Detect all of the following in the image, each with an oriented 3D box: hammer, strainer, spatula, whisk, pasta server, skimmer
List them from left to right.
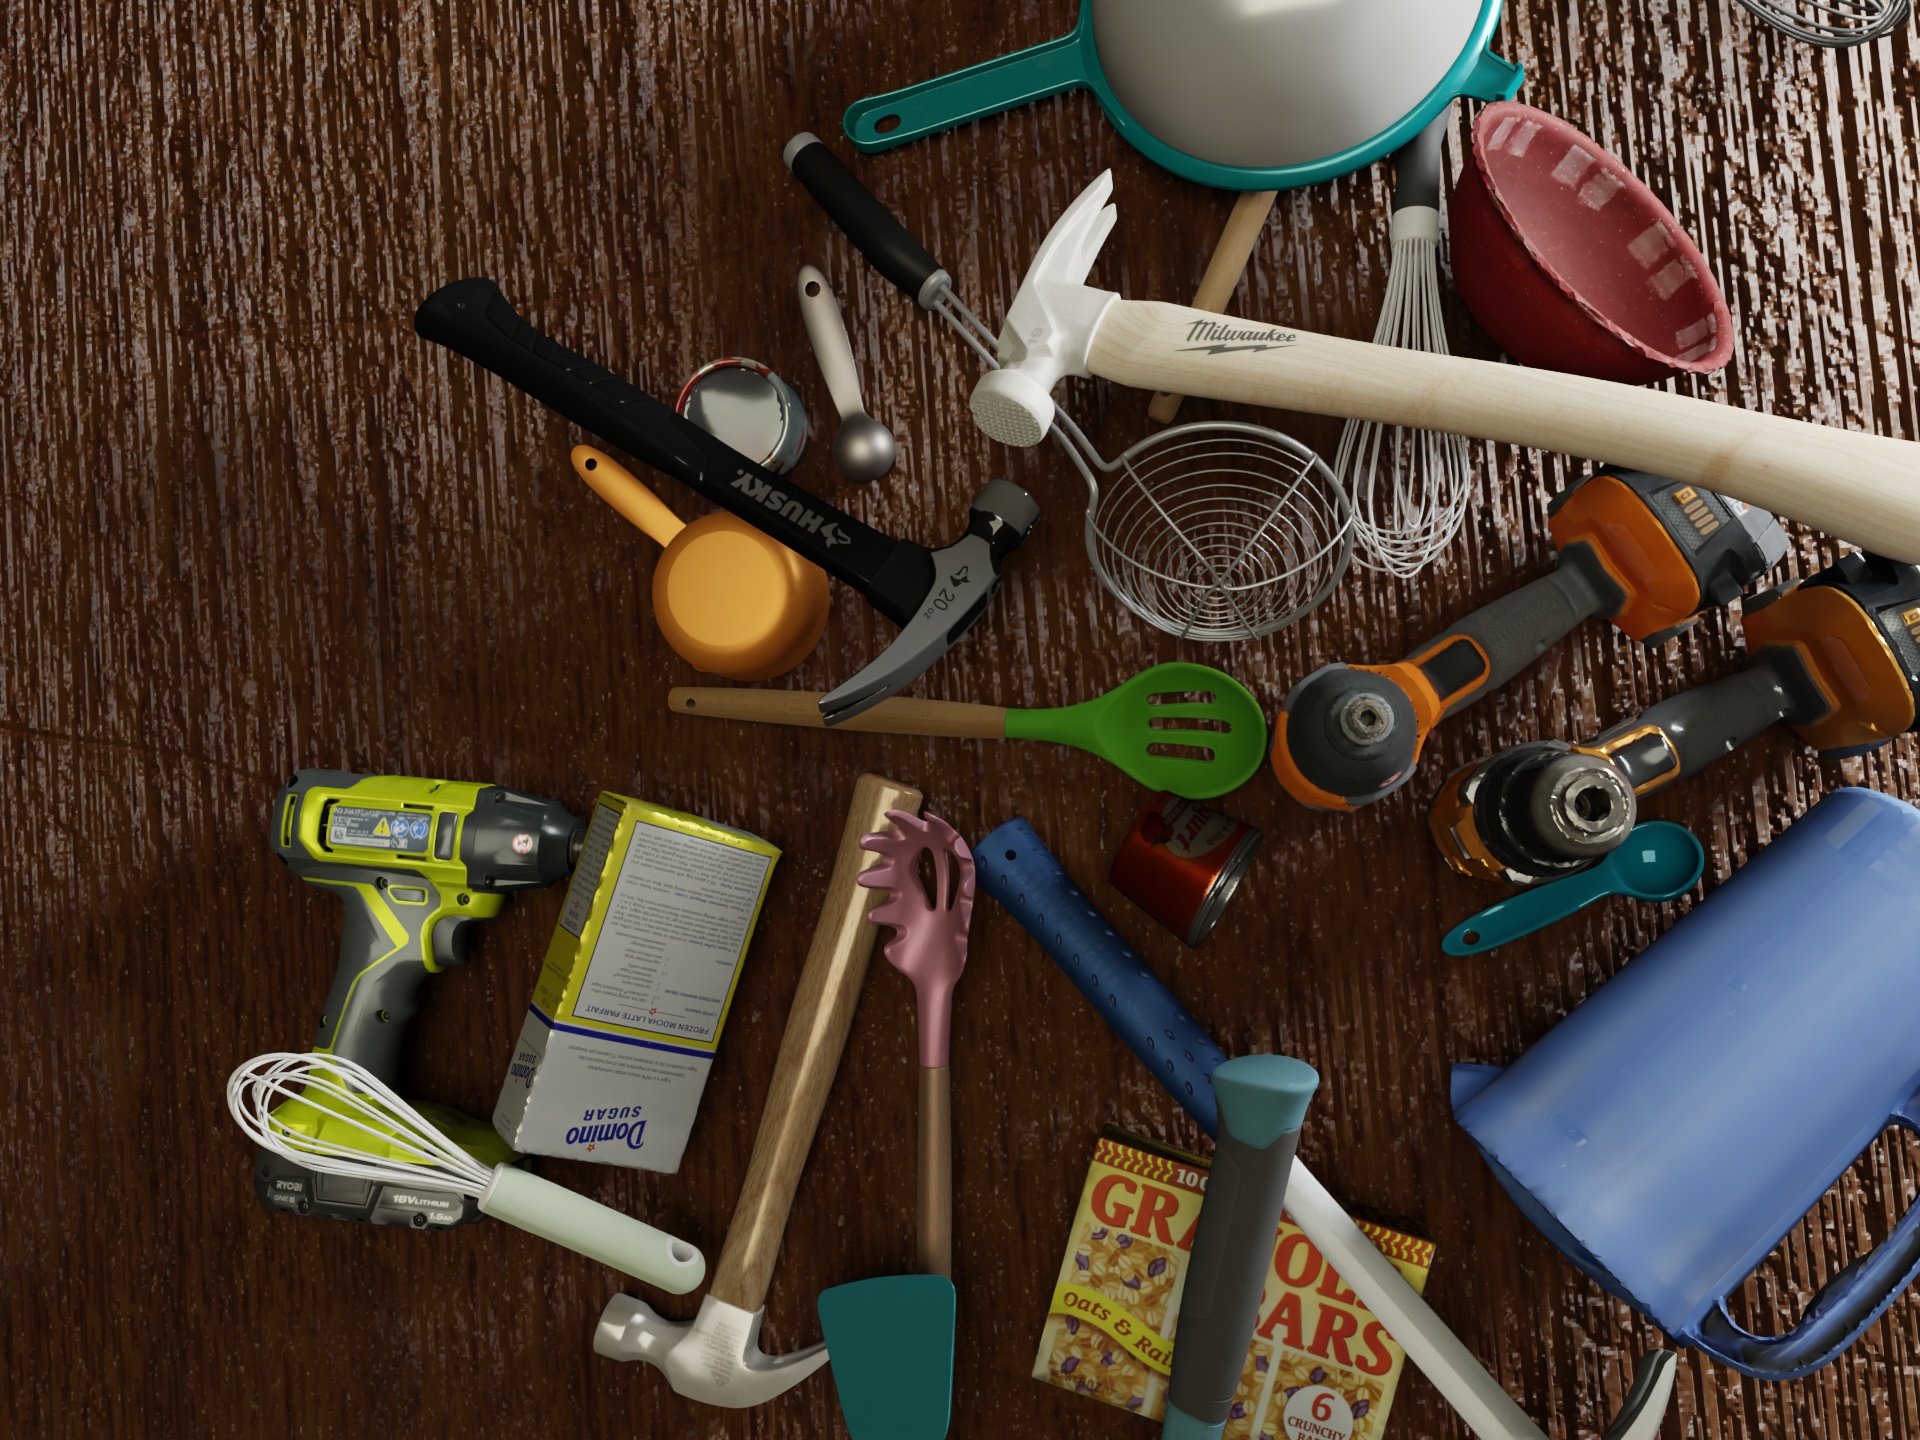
[{"bbox_3d":[-0.235,0.223,0.770,0.246,0.058,0.059,29,112,-13],"label":"whisk"},{"bbox_3d":[-0.138,-0.128,0.797,0.335,0.035,0.146,31,75,12],"label":"hammer"},{"bbox_3d":[-0.081,0.190,0.820,0.130,0.031,0.331,17,90,10],"label":"hammer"},{"bbox_3d":[-0.017,0.200,0.793,0.060,0.040,0.316,2,94,27],"label":"pasta server"},{"bbox_3d":[0.012,0.422,0.775,0.082,0.044,0.317,-18,98,28],"label":"spatula"},{"bbox_3d":[0.044,-0.182,0.811,0.363,0.090,0.127,50,135,19],"label":"skimmer"},{"bbox_3d":[0.091,-0.357,0.775,0.340,0.095,0.211,-13,78,14],"label":"strainer"},{"bbox_3d":[0.107,0.294,0.711,0.128,0.033,0.331,18,113,27],"label":"hammer"},{"bbox_3d":[0.149,0.202,0.747,0.144,0.035,0.406,-39,72,-9],"label":"hammer"},{"bbox_3d":[0.221,-0.210,0.781,0.070,0.070,0.285,3,83,9],"label":"whisk"},{"bbox_3d":[0.216,-0.146,0.681,0.411,0.038,0.146,16,66,20],"label":"hammer"},{"bbox_3d":[0.345,-0.388,0.773,0.239,0.055,0.055,30,92,14],"label":"whisk"}]

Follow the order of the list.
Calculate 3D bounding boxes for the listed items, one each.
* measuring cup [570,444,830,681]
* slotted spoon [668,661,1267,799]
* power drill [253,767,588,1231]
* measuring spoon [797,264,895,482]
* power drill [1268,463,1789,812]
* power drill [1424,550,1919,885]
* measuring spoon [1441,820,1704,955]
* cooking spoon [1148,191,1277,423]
[{"bbox_3d":[-0.148,-0.093,0.833,0.173,0.052,0.095,40,94,7],"label":"measuring cup"},{"bbox_3d":[-0.001,-0.003,0.819,0.314,0.031,0.070,4,104,11],"label":"slotted spoon"},{"bbox_3d":[-0.278,0.142,0.833,0.171,0.080,0.223,5,85,5],"label":"power drill"},{"bbox_3d":[-0.066,-0.186,0.843,0.034,0.018,0.124,-18,84,8],"label":"measuring spoon"},{"bbox_3d":[0.243,-0.037,0.714,0.226,0.164,0.084,-34,81,4],"label":"power drill"},{"bbox_3d":[0.321,0.005,0.690,0.226,0.185,0.084,-26,82,4],"label":"power drill"},{"bbox_3d":[0.297,0.089,0.772,0.128,0.021,0.042,-26,45,15],"label":"measuring spoon"},{"bbox_3d":[0.166,-0.300,0.809,0.069,0.017,0.319,25,93,22],"label":"cooking spoon"}]
